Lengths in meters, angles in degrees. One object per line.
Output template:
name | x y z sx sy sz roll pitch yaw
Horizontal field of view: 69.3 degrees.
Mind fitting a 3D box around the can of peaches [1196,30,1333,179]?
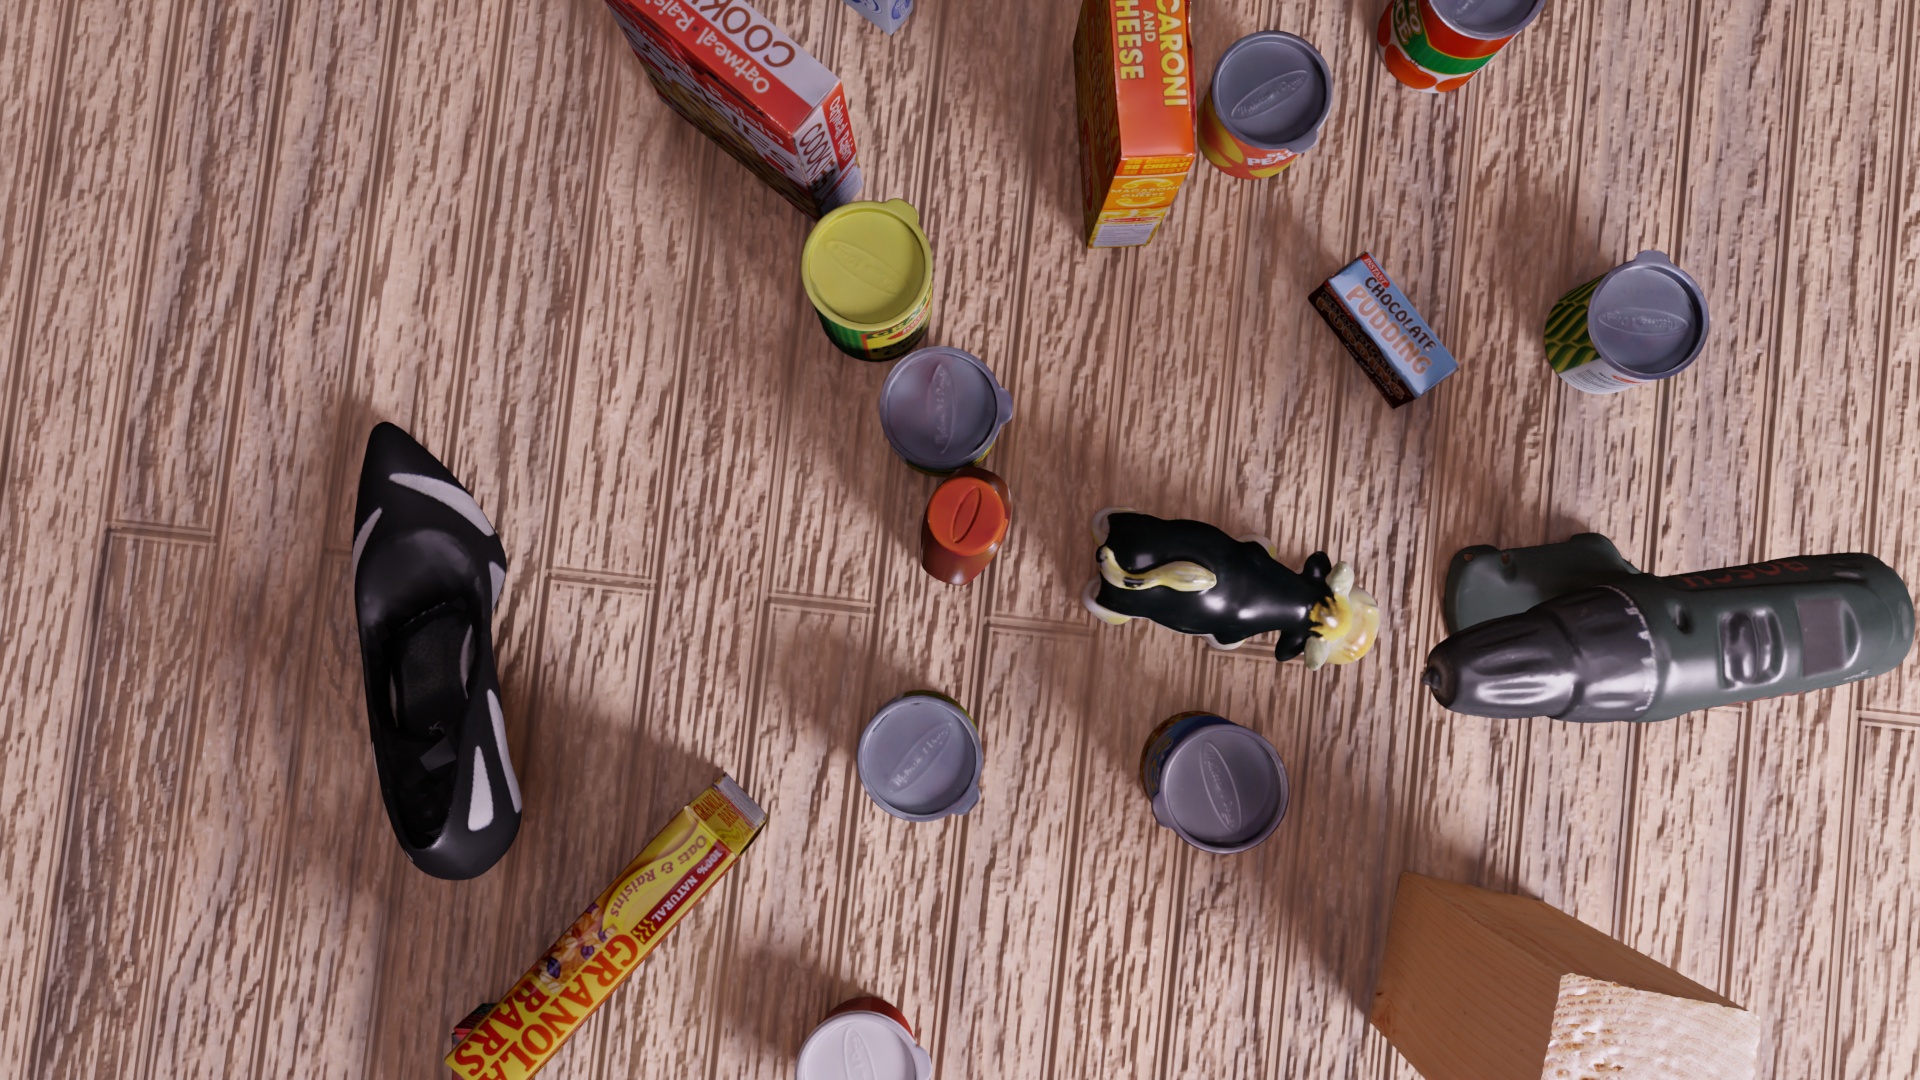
can of peaches | 0.169 -0.240 0.777 0.071 0.058 0.071 0 87 -1

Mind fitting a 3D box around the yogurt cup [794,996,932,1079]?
yogurt cup | -0.053 0.281 0.750 0.072 0.054 0.072 0 87 -1

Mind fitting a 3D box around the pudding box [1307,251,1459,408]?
pudding box | 0.235 -0.117 0.776 0.030 0.049 0.083 -37 88 -2

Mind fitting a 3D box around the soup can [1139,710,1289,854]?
soup can | 0.131 0.128 0.745 0.071 0.084 0.071 0 88 -1

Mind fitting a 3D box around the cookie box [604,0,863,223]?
cookie box | -0.114 -0.232 0.718 0.123 0.167 0.040 39 88 1

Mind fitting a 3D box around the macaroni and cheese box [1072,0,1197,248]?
macaroni and cheese box | 0.088 -0.233 0.721 0.040 0.166 0.123 -4 88 -1

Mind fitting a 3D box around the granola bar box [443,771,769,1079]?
granola bar box | -0.174 0.200 0.717 0.039 0.124 0.165 43 88 1

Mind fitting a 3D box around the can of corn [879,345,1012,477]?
can of corn | -0.008 -0.070 0.766 0.071 0.058 0.071 0 87 -1

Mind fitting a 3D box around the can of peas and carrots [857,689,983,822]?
can of peas and carrots | -0.019 0.117 0.756 0.071 0.058 0.071 0 87 -1

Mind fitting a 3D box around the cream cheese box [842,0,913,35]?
cream cheese box | -0.073 -0.332 0.781 0.104 0.053 0.024 36 88 1

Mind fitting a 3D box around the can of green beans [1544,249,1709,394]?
can of green beans | 0.369 -0.118 0.773 0.071 0.058 0.071 0 87 -1

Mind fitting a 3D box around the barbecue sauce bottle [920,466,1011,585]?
barbecue sauce bottle | 0.003 -0.009 0.718 0.044 0.148 0.065 22 88 0

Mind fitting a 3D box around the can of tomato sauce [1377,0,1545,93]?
can of tomato sauce | 0.273 -0.294 0.768 0.071 0.083 0.071 0 88 -1

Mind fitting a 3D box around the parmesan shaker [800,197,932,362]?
parmesan shaker | -0.046 -0.138 0.746 0.071 0.103 0.071 0 88 -1

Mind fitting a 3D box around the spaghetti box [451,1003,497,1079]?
spaghetti box | -0.250 0.380 0.744 0.029 0.050 0.250 -2 87 -1
